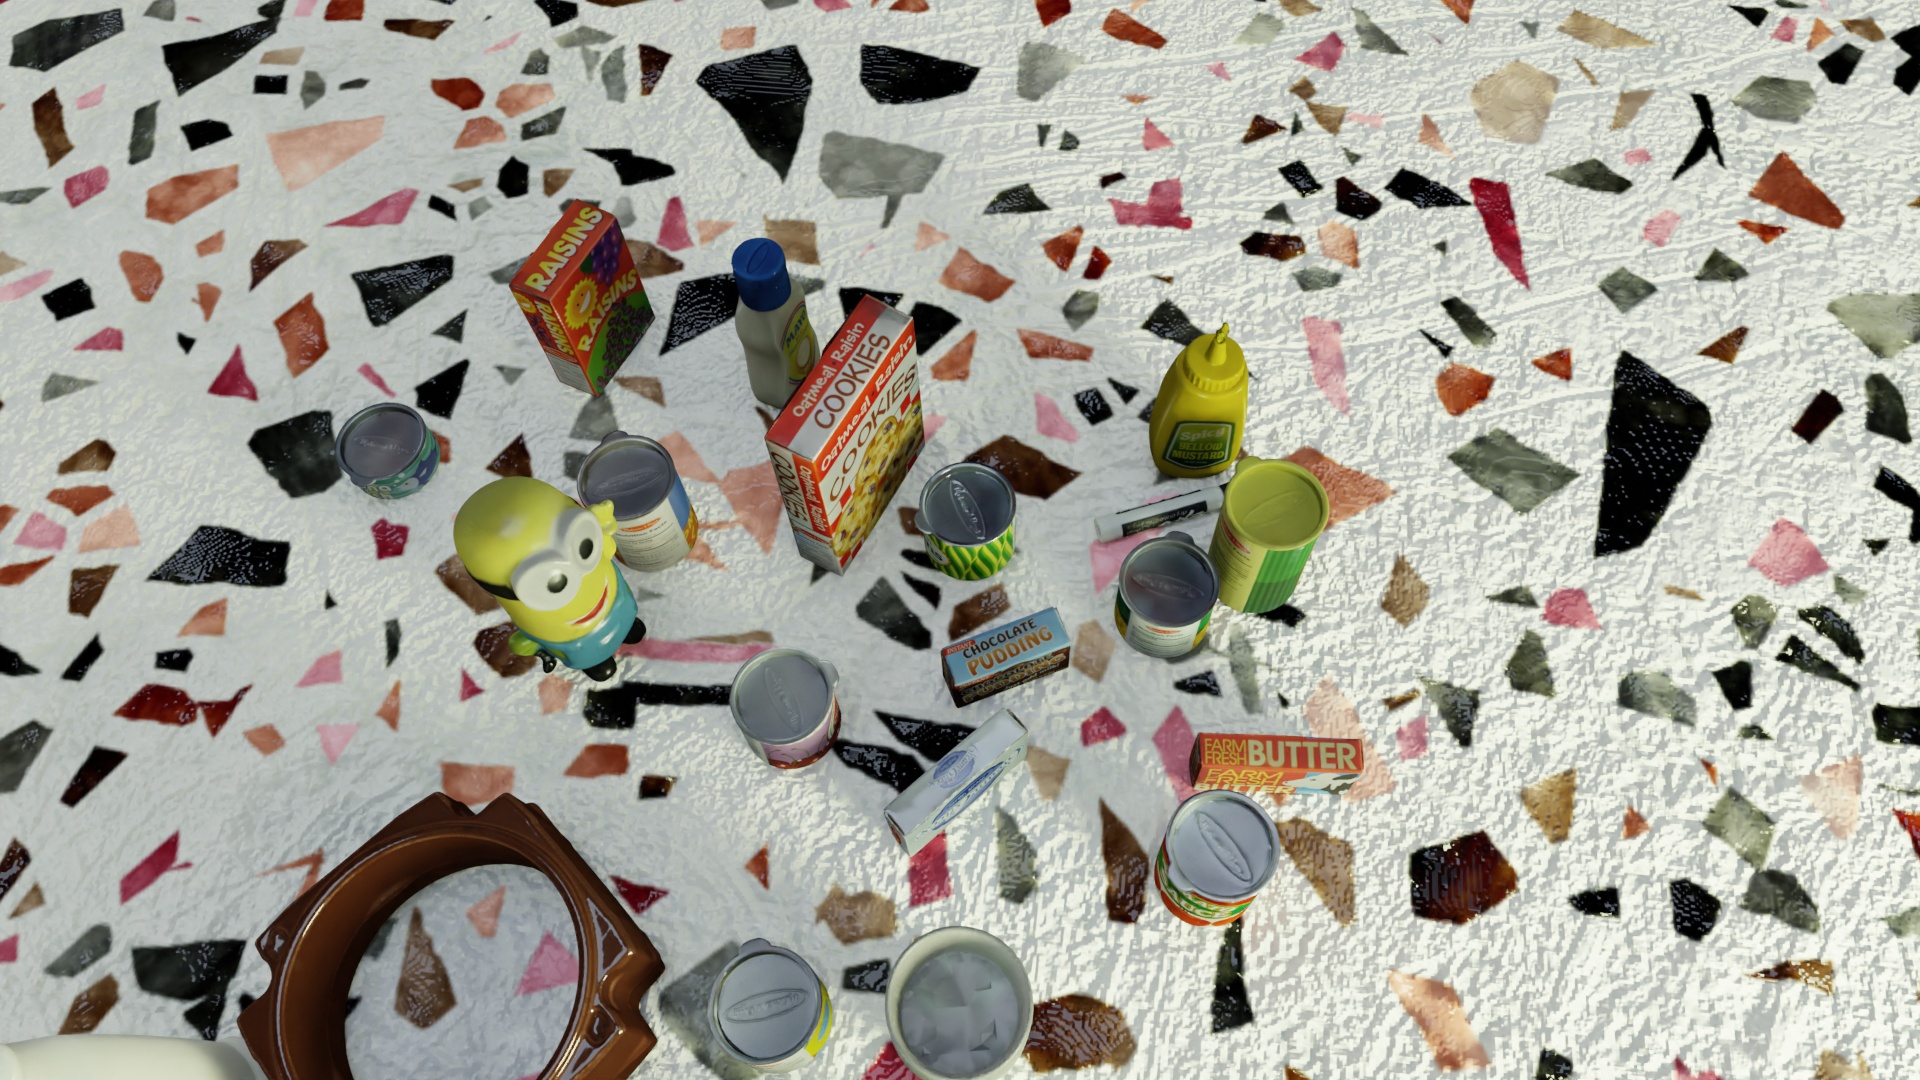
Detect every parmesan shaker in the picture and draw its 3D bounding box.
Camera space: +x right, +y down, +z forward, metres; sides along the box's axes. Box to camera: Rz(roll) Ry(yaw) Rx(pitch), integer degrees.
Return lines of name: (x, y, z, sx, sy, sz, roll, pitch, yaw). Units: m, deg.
parmesan shaker: (0.202, -0.003, 0.931, 0.071, 0.102, 0.071, -1, 64, 2)

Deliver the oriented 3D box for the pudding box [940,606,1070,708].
pudding box: (0.030, 0.078, 0.925, 0.084, 0.049, 0.030, -20, 65, -8)

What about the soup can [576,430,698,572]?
soup can: (-0.223, -0.026, 0.966, 0.071, 0.083, 0.071, -1, 63, 1)

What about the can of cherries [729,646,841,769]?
can of cherries: (-0.111, 0.110, 0.908, 0.071, 0.058, 0.072, -1, 63, 1)

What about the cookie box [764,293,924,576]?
cookie box: (-0.074, -0.067, 0.936, 0.040, 0.166, 0.123, 25, 67, 14)

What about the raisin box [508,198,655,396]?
raisin box: (-0.275, -0.176, 1.022, 0.040, 0.123, 0.086, 24, 67, 13)

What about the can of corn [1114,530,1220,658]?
can of corn: (0.139, 0.037, 0.938, 0.071, 0.058, 0.071, -1, 63, 1)

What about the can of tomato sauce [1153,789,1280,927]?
can of tomato sauce: (0.153, 0.196, 0.843, 0.071, 0.082, 0.071, -1, 63, 1)

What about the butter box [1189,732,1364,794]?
butter box: (0.200, 0.143, 0.885, 0.103, 0.053, 0.024, 2, 64, 3)

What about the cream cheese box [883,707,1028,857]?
cream cheese box: (-0.002, 0.154, 0.886, 0.104, 0.053, 0.024, -39, 69, -16)

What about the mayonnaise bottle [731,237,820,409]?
mayonnaise bottle: (-0.133, -0.156, 0.993, 0.041, 0.147, 0.065, 20, 66, 11)

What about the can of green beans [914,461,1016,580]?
can of green beans: (0.006, -0.013, 0.967, 0.071, 0.057, 0.071, -1, 63, 1)

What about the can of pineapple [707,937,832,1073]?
can of pineapple: (-0.111, 0.277, 0.824, 0.071, 0.057, 0.071, -1, 63, 1)

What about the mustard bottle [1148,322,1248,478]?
mustard bottle: (0.166, -0.098, 0.948, 0.065, 0.159, 0.049, 0, 64, 2)

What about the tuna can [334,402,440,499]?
tuna can: (-0.420, -0.063, 1.019, 0.071, 0.032, 0.071, -1, 63, 1)
